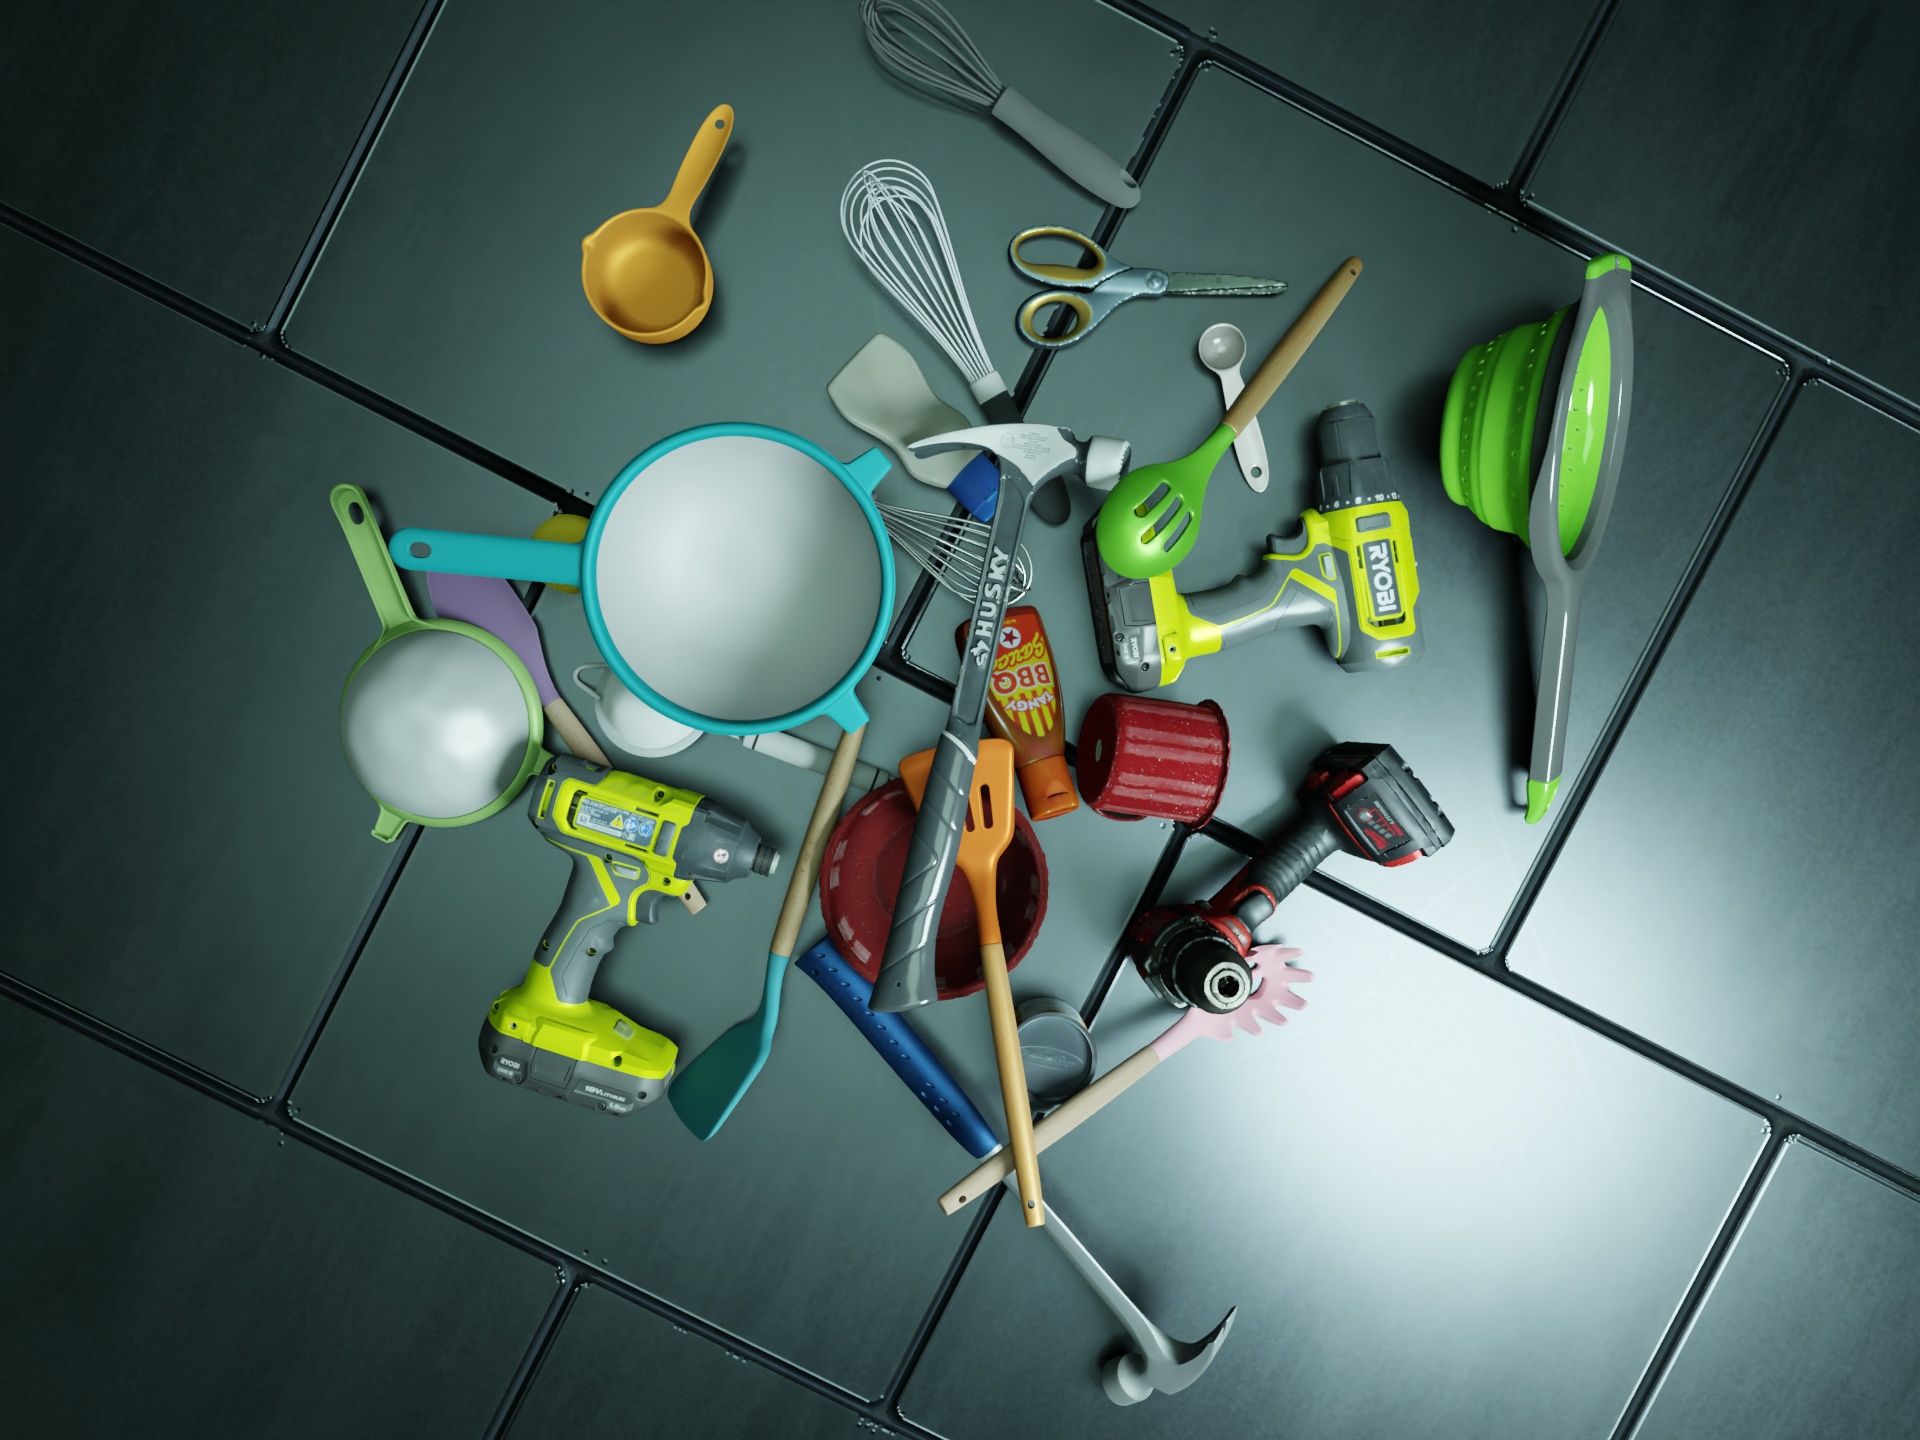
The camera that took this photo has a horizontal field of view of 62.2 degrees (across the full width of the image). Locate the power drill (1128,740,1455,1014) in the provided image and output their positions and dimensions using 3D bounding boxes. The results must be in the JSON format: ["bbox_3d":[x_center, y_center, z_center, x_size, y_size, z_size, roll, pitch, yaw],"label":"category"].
[{"bbox_3d":[0.219,0.114,1.079,0.226,0.188,0.080,-38,93,-4],"label":"power drill"}]

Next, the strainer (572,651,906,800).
[{"bbox_3d":[-0.156,0.006,1.141,0.258,0.050,0.087,21,77,-5],"label":"strainer"}]

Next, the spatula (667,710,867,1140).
[{"bbox_3d":[-0.129,0.139,1.127,0.044,0.082,0.317,16,95,-32],"label":"spatula"}]

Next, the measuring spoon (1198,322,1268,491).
[{"bbox_3d":[0.200,-0.226,1.152,0.034,0.018,0.124,-17,99,1],"label":"measuring spoon"}]

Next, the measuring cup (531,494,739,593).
[{"bbox_3d":[-0.234,-0.136,1.137,0.156,0.029,0.062,-19,92,1],"label":"measuring cup"}]

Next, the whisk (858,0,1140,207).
[{"bbox_3d":[0.030,-0.439,1.127,0.239,0.055,0.055,35,91,-7],"label":"whisk"}]

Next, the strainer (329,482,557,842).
[{"bbox_3d":[-0.393,-0.044,1.109,0.151,0.069,0.256,-20,95,7],"label":"strainer"}]

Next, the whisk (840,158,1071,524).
[{"bbox_3d":[0.005,-0.265,1.126,0.070,0.070,0.284,-31,97,0],"label":"whisk"}]

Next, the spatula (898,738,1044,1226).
[{"bbox_3d":[0.023,0.175,1.071,0.081,0.041,0.323,-11,78,6],"label":"spatula"}]

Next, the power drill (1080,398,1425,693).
[{"bbox_3d":[0.206,-0.118,1.124,0.228,0.080,0.190,-10,92,-3],"label":"power drill"}]

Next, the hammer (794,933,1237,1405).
[{"bbox_3d":[0.030,0.311,1.130,0.405,0.035,0.144,49,135,3],"label":"hammer"}]

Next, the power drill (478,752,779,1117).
[{"bbox_3d":[-0.235,0.152,1.113,0.171,0.080,0.223,18,97,-1],"label":"power drill"}]

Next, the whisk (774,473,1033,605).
[{"bbox_3d":[-0.059,-0.148,1.133,0.246,0.059,0.058,27,104,3],"label":"whisk"}]

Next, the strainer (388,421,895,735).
[{"bbox_3d":[-0.213,-0.107,1.104,0.340,0.095,0.211,6,100,0],"label":"strainer"}]

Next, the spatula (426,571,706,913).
[{"bbox_3d":[-0.282,0.010,1.148,0.060,0.018,0.316,-36,91,7],"label":"spatula"}]

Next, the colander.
[{"bbox_3d":[0.390,-0.122,1.117,0.094,0.204,0.397,11,111,32],"label":"colander"}]

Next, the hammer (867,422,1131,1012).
[{"bbox_3d":[-0.002,-0.003,1.067,0.149,0.036,0.409,12,87,13],"label":"hammer"}]

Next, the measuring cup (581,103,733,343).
[{"bbox_3d":[-0.199,-0.348,1.121,0.095,0.052,0.173,26,90,-2],"label":"measuring cup"}]

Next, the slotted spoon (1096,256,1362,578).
[{"bbox_3d":[0.195,-0.217,1.091,0.070,0.031,0.314,46,67,-19],"label":"slotted spoon"}]

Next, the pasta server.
[{"bbox_3d":[0.117,0.249,1.106,0.316,0.040,0.060,-30,105,-22],"label":"pasta server"}]
